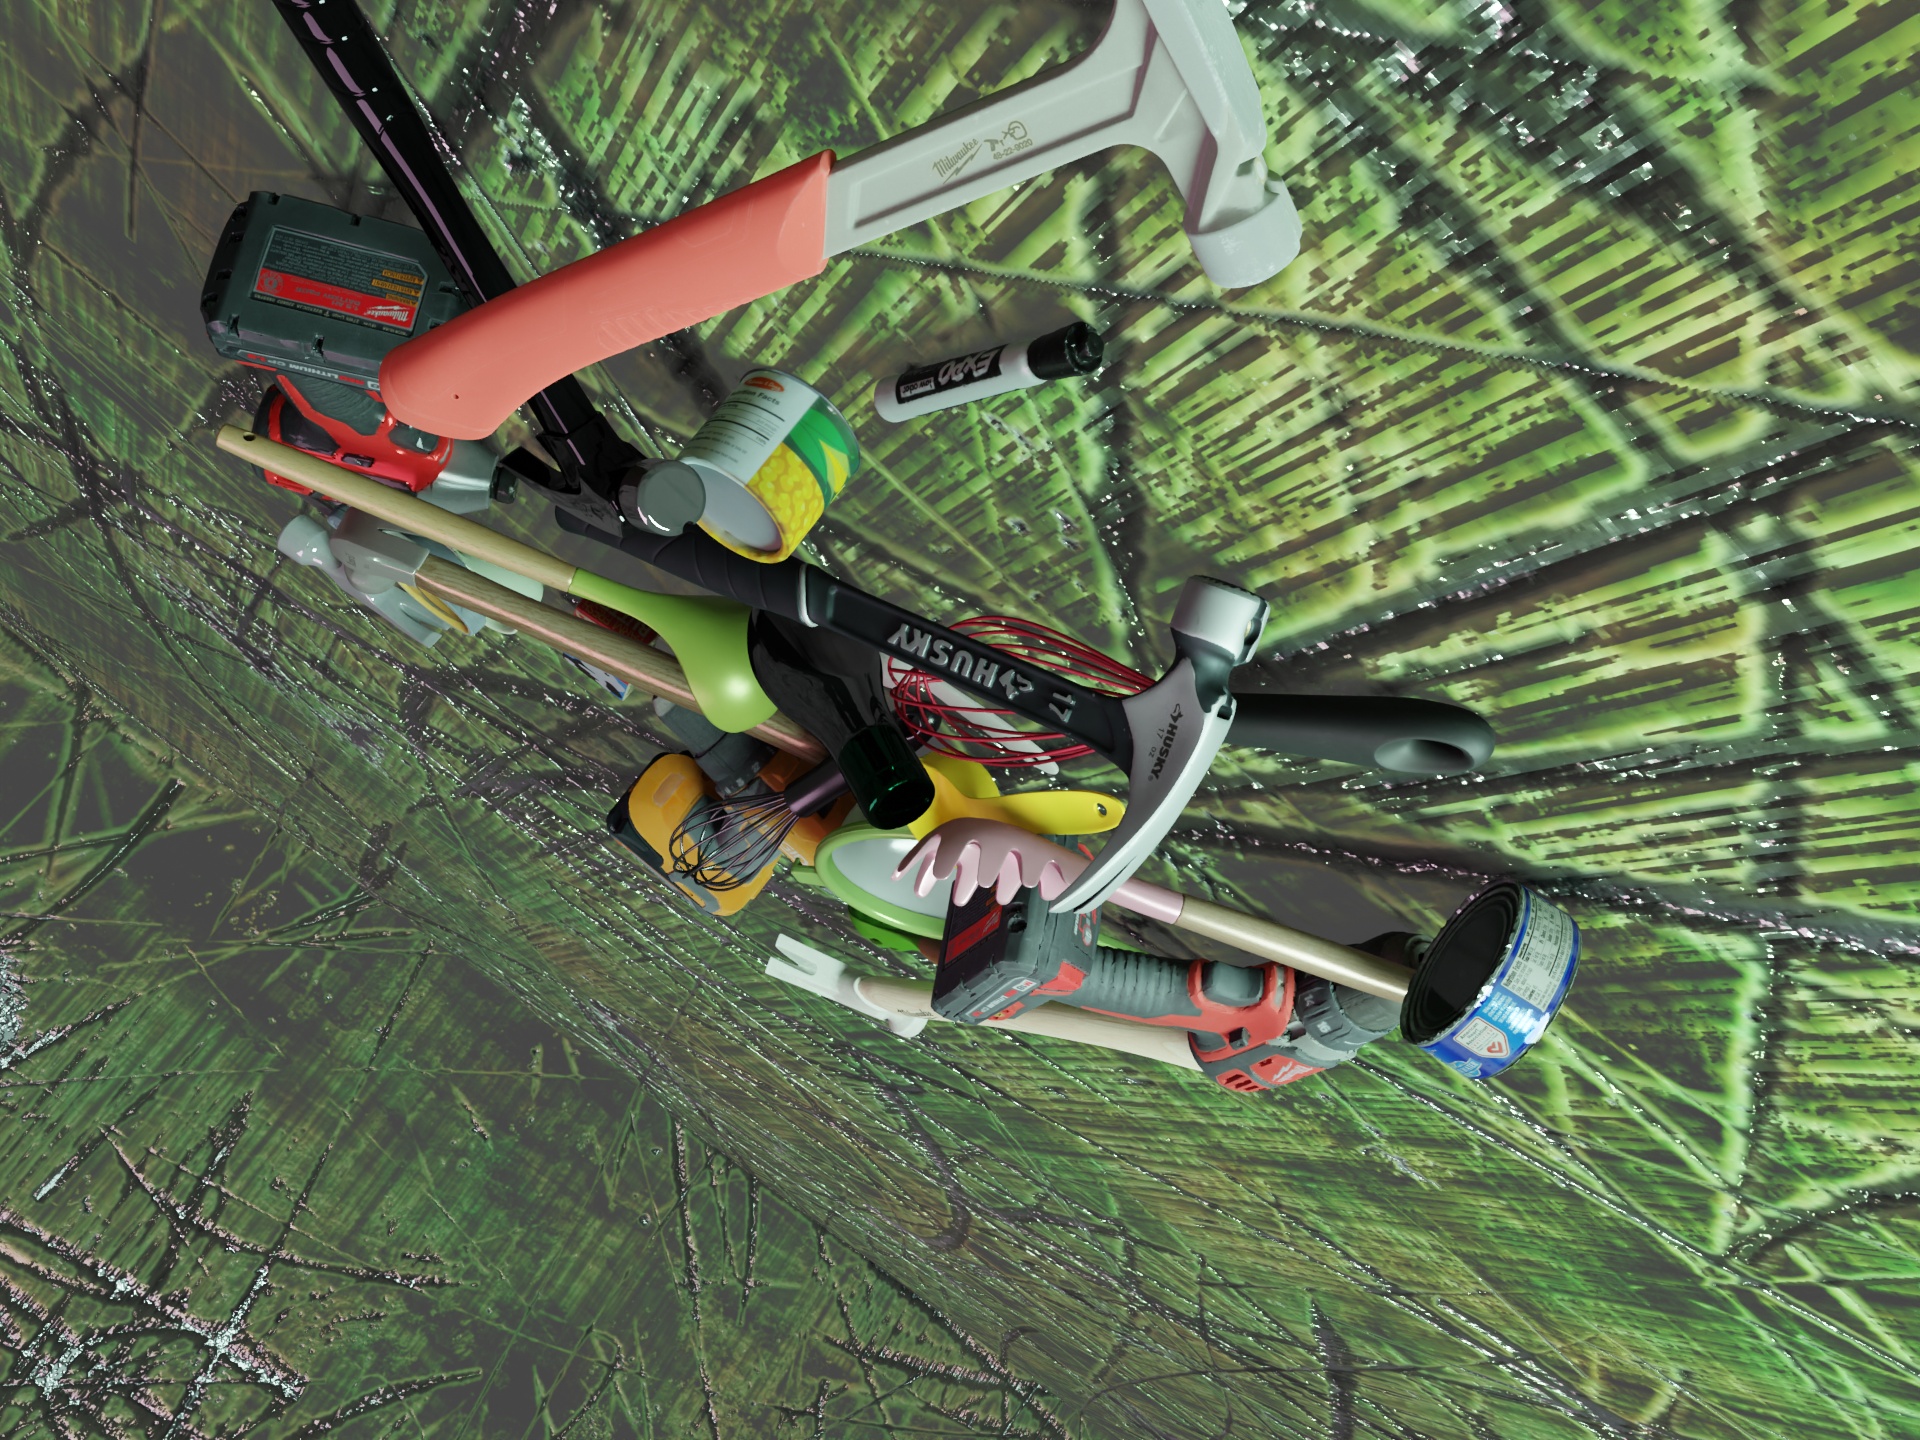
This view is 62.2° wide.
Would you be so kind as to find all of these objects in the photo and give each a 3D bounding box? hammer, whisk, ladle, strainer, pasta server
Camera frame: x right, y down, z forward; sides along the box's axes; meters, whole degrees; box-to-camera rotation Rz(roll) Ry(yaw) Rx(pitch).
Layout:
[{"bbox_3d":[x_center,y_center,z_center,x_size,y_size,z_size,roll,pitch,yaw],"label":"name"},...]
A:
[{"bbox_3d":[0.024,0.196,1.092,0.146,0.038,0.411,30,160,-32],"label":"hammer"},{"bbox_3d":[0.086,-0.005,0.703,0.296,0.073,0.073,7,144,35],"label":"whisk"},{"bbox_3d":[-0.207,-0.042,0.934,0.331,0.031,0.130,24,165,-11],"label":"hammer"},{"bbox_3d":[-0.222,-0.222,0.645,0.146,0.035,0.334,20,144,53],"label":"hammer"},{"bbox_3d":[-0.237,-0.079,0.854,0.320,0.078,0.062,23,140,-16],"label":"ladle"},{"bbox_3d":[0.040,0.091,0.941,0.256,0.069,0.151,24,150,-22],"label":"strainer"},{"bbox_3d":[-0.399,-0.163,1.032,0.144,0.035,0.405,35,155,-2],"label":"hammer"},{"bbox_3d":[0.124,0.103,0.737,0.316,0.040,0.060,19,163,-6],"label":"pasta server"},{"bbox_3d":[-0.095,0.044,0.941,0.239,0.055,0.055,-32,114,36],"label":"whisk"},{"bbox_3d":[-0.057,-0.048,0.745,0.409,0.149,0.036,24,-173,35],"label":"hammer"},{"bbox_3d":[-0.079,-0.164,0.526,0.359,0.037,0.149,-9,135,35],"label":"hammer"}]

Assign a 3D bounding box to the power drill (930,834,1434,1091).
[{"bbox_3d":[0.118,0.128,0.823,0.226,0.080,0.188,19,150,-16],"label":"power drill"}]

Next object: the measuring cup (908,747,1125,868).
[{"bbox_3d":[0.029,0.039,0.767,0.156,0.029,0.062,-4,110,49],"label":"measuring cup"}]

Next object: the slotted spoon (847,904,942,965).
[{"bbox_3d":[-0.015,0.149,1.033,0.070,0.031,0.314,17,175,-16],"label":"slotted spoon"}]

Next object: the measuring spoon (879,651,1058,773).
[{"bbox_3d":[-0.001,-0.003,0.854,0.124,0.018,0.034,34,155,-2],"label":"measuring spoon"}]

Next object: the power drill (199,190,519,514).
[{"bbox_3d":[-0.303,-0.169,0.826,0.143,0.079,0.219,12,162,-11],"label":"power drill"}]

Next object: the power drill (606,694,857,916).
[{"bbox_3d":[-0.164,0.051,1.087,0.185,0.084,0.226,44,150,-16],"label":"power drill"}]

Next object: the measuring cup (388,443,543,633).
[{"bbox_3d":[-0.314,-0.123,1.002,0.083,0.038,0.167,23,149,26],"label":"measuring cup"}]
